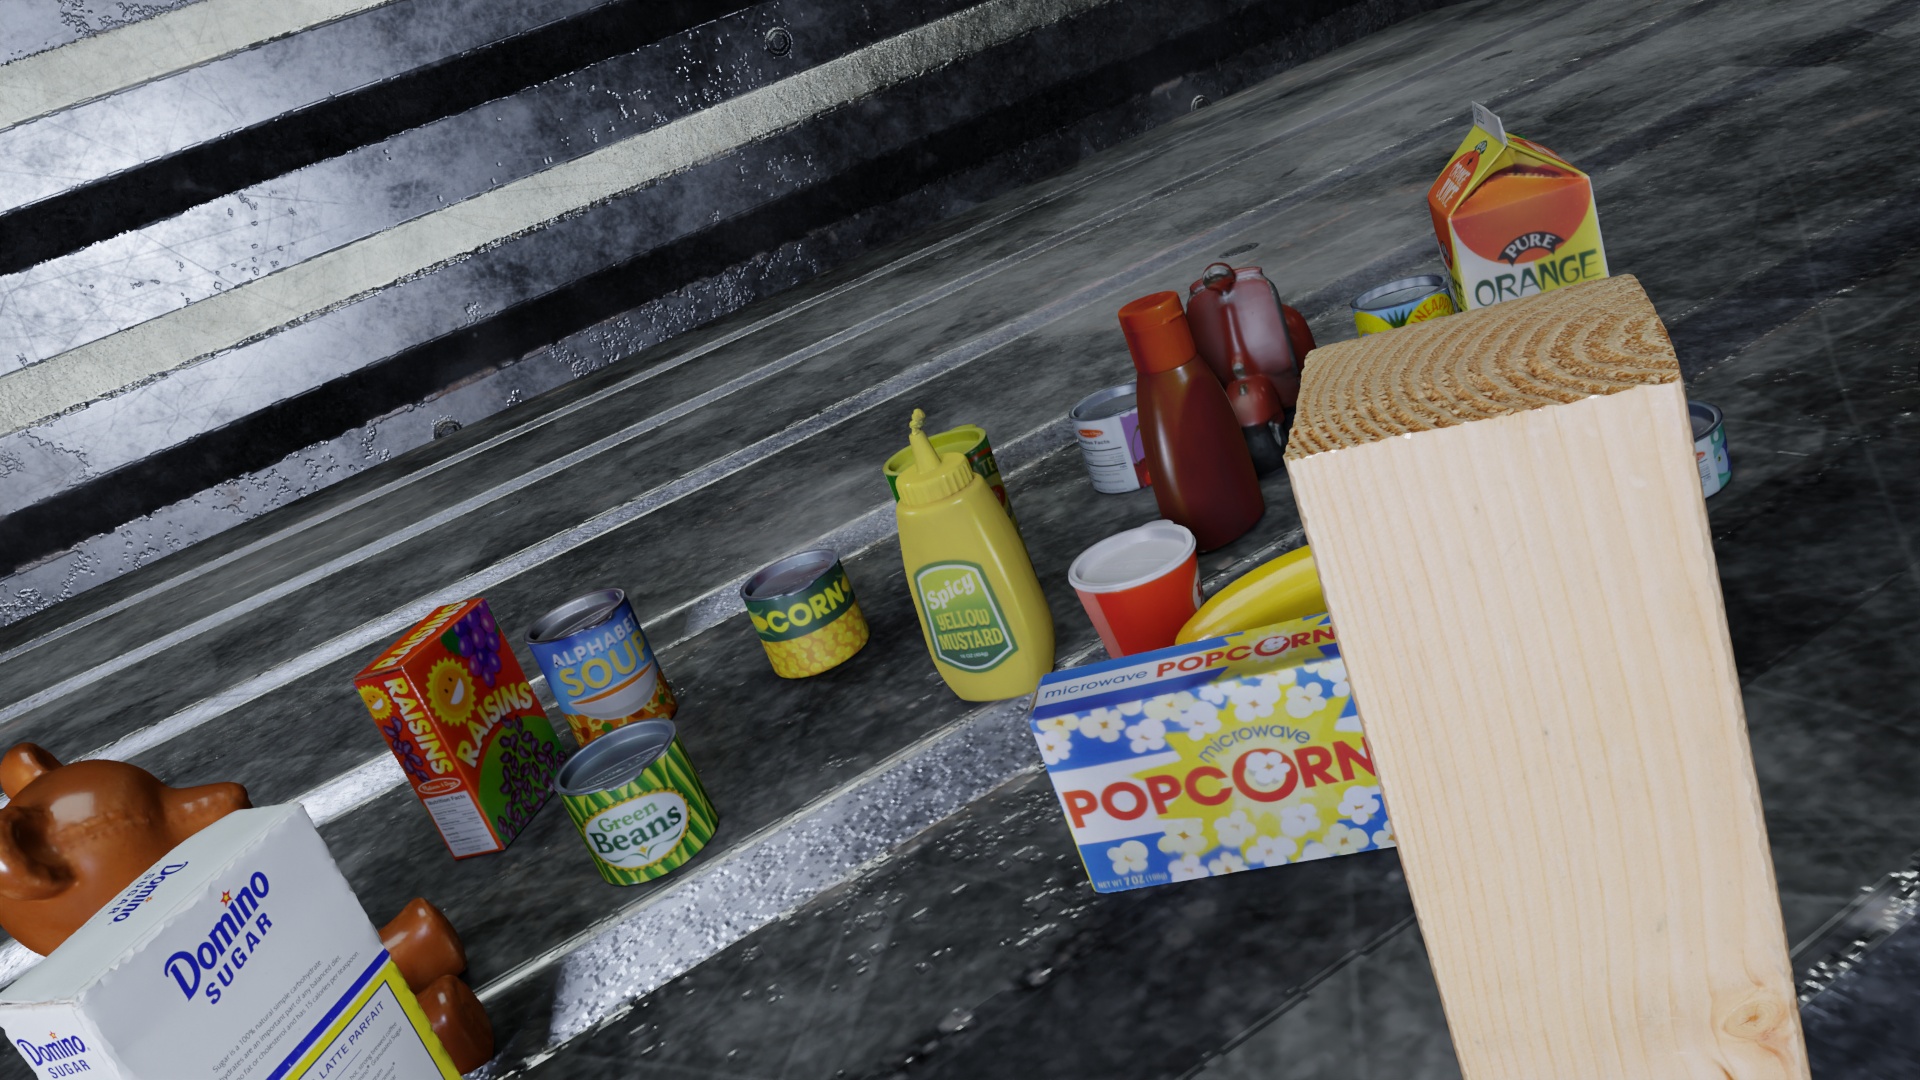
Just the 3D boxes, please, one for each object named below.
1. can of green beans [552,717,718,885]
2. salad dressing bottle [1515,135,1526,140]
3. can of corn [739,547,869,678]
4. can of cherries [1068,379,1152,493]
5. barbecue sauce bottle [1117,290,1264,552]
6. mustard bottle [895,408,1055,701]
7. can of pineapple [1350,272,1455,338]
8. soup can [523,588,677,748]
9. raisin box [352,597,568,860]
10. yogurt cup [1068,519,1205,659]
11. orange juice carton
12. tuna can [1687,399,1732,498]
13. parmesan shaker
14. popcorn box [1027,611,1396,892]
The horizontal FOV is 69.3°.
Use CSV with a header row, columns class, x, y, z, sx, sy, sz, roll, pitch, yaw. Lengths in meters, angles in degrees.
class,x,y,z,sx,sy,sz,roll,pitch,yaw
can of green beans,-0.165,0.133,0.709,0.071,0.057,0.071,-19,19,7
salad dressing bottle,0.353,-0.178,0.875,0.044,0.147,0.064,-17,19,12
can of corn,-0.096,0.046,0.870,0.071,0.058,0.071,-19,19,7
can of cherries,0.118,-0.074,0.971,0.071,0.058,0.072,-19,19,7
barbecue sauce bottle,0.132,-0.070,0.812,0.065,0.148,0.043,-32,22,-29
mustard bottle,0.000,0.007,0.723,0.065,0.159,0.049,-11,21,26
can of pineapple,0.313,-0.147,0.969,0.071,0.057,0.071,-19,19,7
soup can,-0.221,0.082,0.864,0.071,0.083,0.071,-19,19,7
raisin box,-0.284,0.107,0.801,0.040,0.123,0.086,-14,20,21
yogurt cup,0.096,0.030,0.723,0.072,0.053,0.072,-19,19,7
orange juice carton,0.307,-0.142,0.756,0.073,0.192,0.072,-15,20,16
tuna can,0.346,-0.043,0.695,0.071,0.032,0.071,-19,19,7
parmesan shaker,0.003,-0.011,0.853,0.071,0.102,0.071,-19,19,7
popcorn box,0.099,0.082,0.533,0.126,0.085,0.038,-14,20,18
